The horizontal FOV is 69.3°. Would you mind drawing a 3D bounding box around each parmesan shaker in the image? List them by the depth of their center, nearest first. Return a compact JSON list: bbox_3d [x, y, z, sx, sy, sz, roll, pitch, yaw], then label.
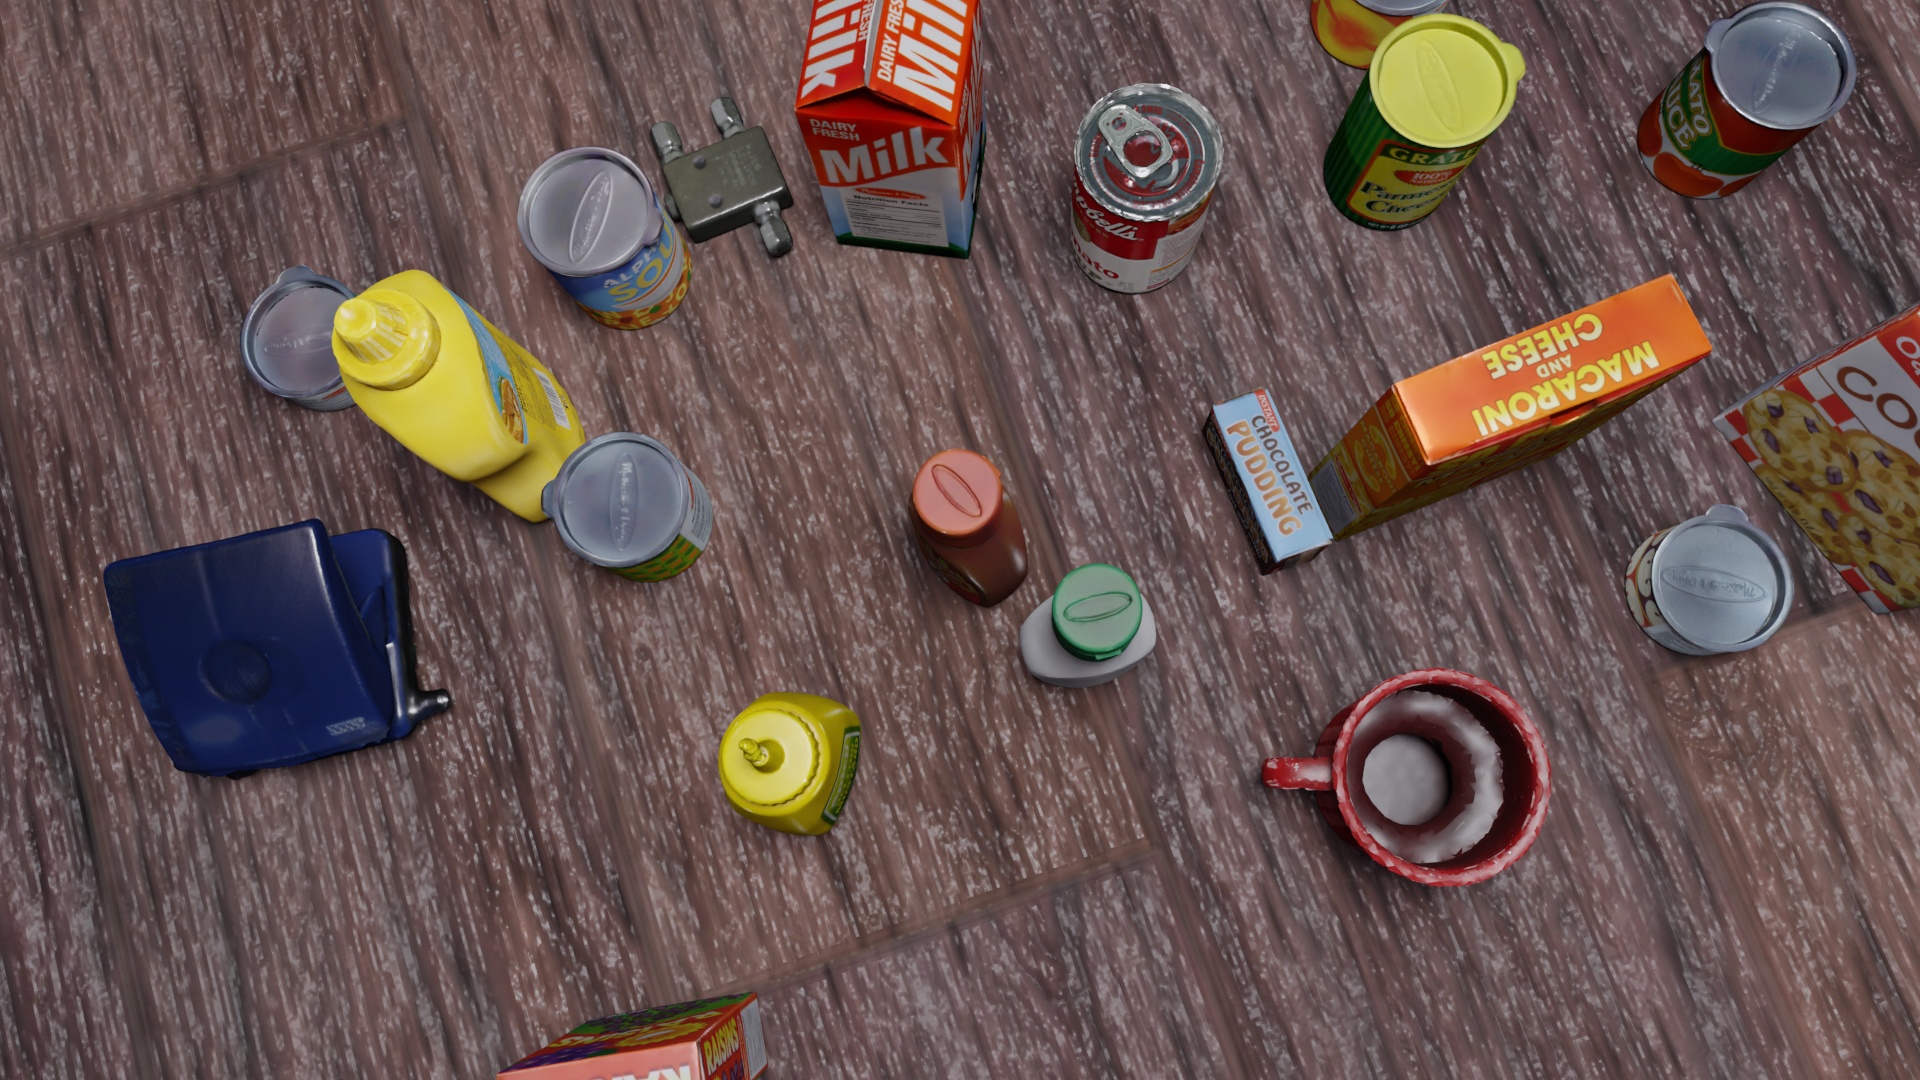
[{"bbox_3d":[0.225,-0.202,0.683,0.071,0.103,0.071,0,80,2],"label":"parmesan shaker"}]

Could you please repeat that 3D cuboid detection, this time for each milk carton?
[{"bbox_3d":[-0.029,-0.204,0.649,0.073,0.190,0.072,8,81,4],"label":"milk carton"}]

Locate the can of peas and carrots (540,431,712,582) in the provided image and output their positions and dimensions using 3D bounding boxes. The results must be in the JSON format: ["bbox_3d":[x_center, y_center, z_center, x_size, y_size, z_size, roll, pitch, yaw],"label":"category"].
[{"bbox_3d":[-0.163,-0.015,0.687,0.071,0.058,0.071,0,80,2],"label":"can of peas and carrots"}]

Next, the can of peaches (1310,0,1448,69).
[{"bbox_3d":[0.219,-0.290,0.723,0.071,0.058,0.071,0,80,2],"label":"can of peaches"}]

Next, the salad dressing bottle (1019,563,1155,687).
[{"bbox_3d":[0.058,0.039,0.622,0.064,0.147,0.044,-14,80,0],"label":"salad dressing bottle"}]

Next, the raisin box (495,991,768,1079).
[{"bbox_3d":[-0.139,0.233,0.607,0.086,0.123,0.040,-9,80,1],"label":"raisin box"}]

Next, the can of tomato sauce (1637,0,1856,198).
[{"bbox_3d":[0.385,-0.216,0.689,0.071,0.083,0.071,0,80,2],"label":"can of tomato sauce"}]

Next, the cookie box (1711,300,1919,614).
[{"bbox_3d":[0.426,-0.037,0.611,0.040,0.167,0.123,-35,80,-4],"label":"cookie box"}]

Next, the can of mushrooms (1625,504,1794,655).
[{"bbox_3d":[0.361,0.020,0.672,0.071,0.033,0.071,0,80,2],"label":"can of mushrooms"}]

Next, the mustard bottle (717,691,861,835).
[{"bbox_3d":[-0.076,0.098,0.611,0.049,0.160,0.065,13,81,5],"label":"mustard bottle"}]

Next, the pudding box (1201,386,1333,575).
[{"bbox_3d":[0.149,-0.028,0.681,0.030,0.049,0.084,-20,79,-1],"label":"pudding box"}]

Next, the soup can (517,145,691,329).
[{"bbox_3d":[-0.174,-0.149,0.699,0.071,0.083,0.071,0,80,2],"label":"soup can"}]

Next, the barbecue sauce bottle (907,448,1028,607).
[{"bbox_3d":[0.002,-0.008,0.633,0.044,0.148,0.065,-41,81,-5],"label":"barbecue sauce bottle"}]

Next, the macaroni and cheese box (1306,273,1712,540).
[{"bbox_3d":[0.236,-0.052,0.623,0.124,0.166,0.040,-22,80,-1],"label":"macaroni and cheese box"}]

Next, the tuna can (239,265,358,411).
[{"bbox_3d":[-0.335,-0.104,0.724,0.071,0.033,0.071,0,80,2],"label":"tuna can"}]
